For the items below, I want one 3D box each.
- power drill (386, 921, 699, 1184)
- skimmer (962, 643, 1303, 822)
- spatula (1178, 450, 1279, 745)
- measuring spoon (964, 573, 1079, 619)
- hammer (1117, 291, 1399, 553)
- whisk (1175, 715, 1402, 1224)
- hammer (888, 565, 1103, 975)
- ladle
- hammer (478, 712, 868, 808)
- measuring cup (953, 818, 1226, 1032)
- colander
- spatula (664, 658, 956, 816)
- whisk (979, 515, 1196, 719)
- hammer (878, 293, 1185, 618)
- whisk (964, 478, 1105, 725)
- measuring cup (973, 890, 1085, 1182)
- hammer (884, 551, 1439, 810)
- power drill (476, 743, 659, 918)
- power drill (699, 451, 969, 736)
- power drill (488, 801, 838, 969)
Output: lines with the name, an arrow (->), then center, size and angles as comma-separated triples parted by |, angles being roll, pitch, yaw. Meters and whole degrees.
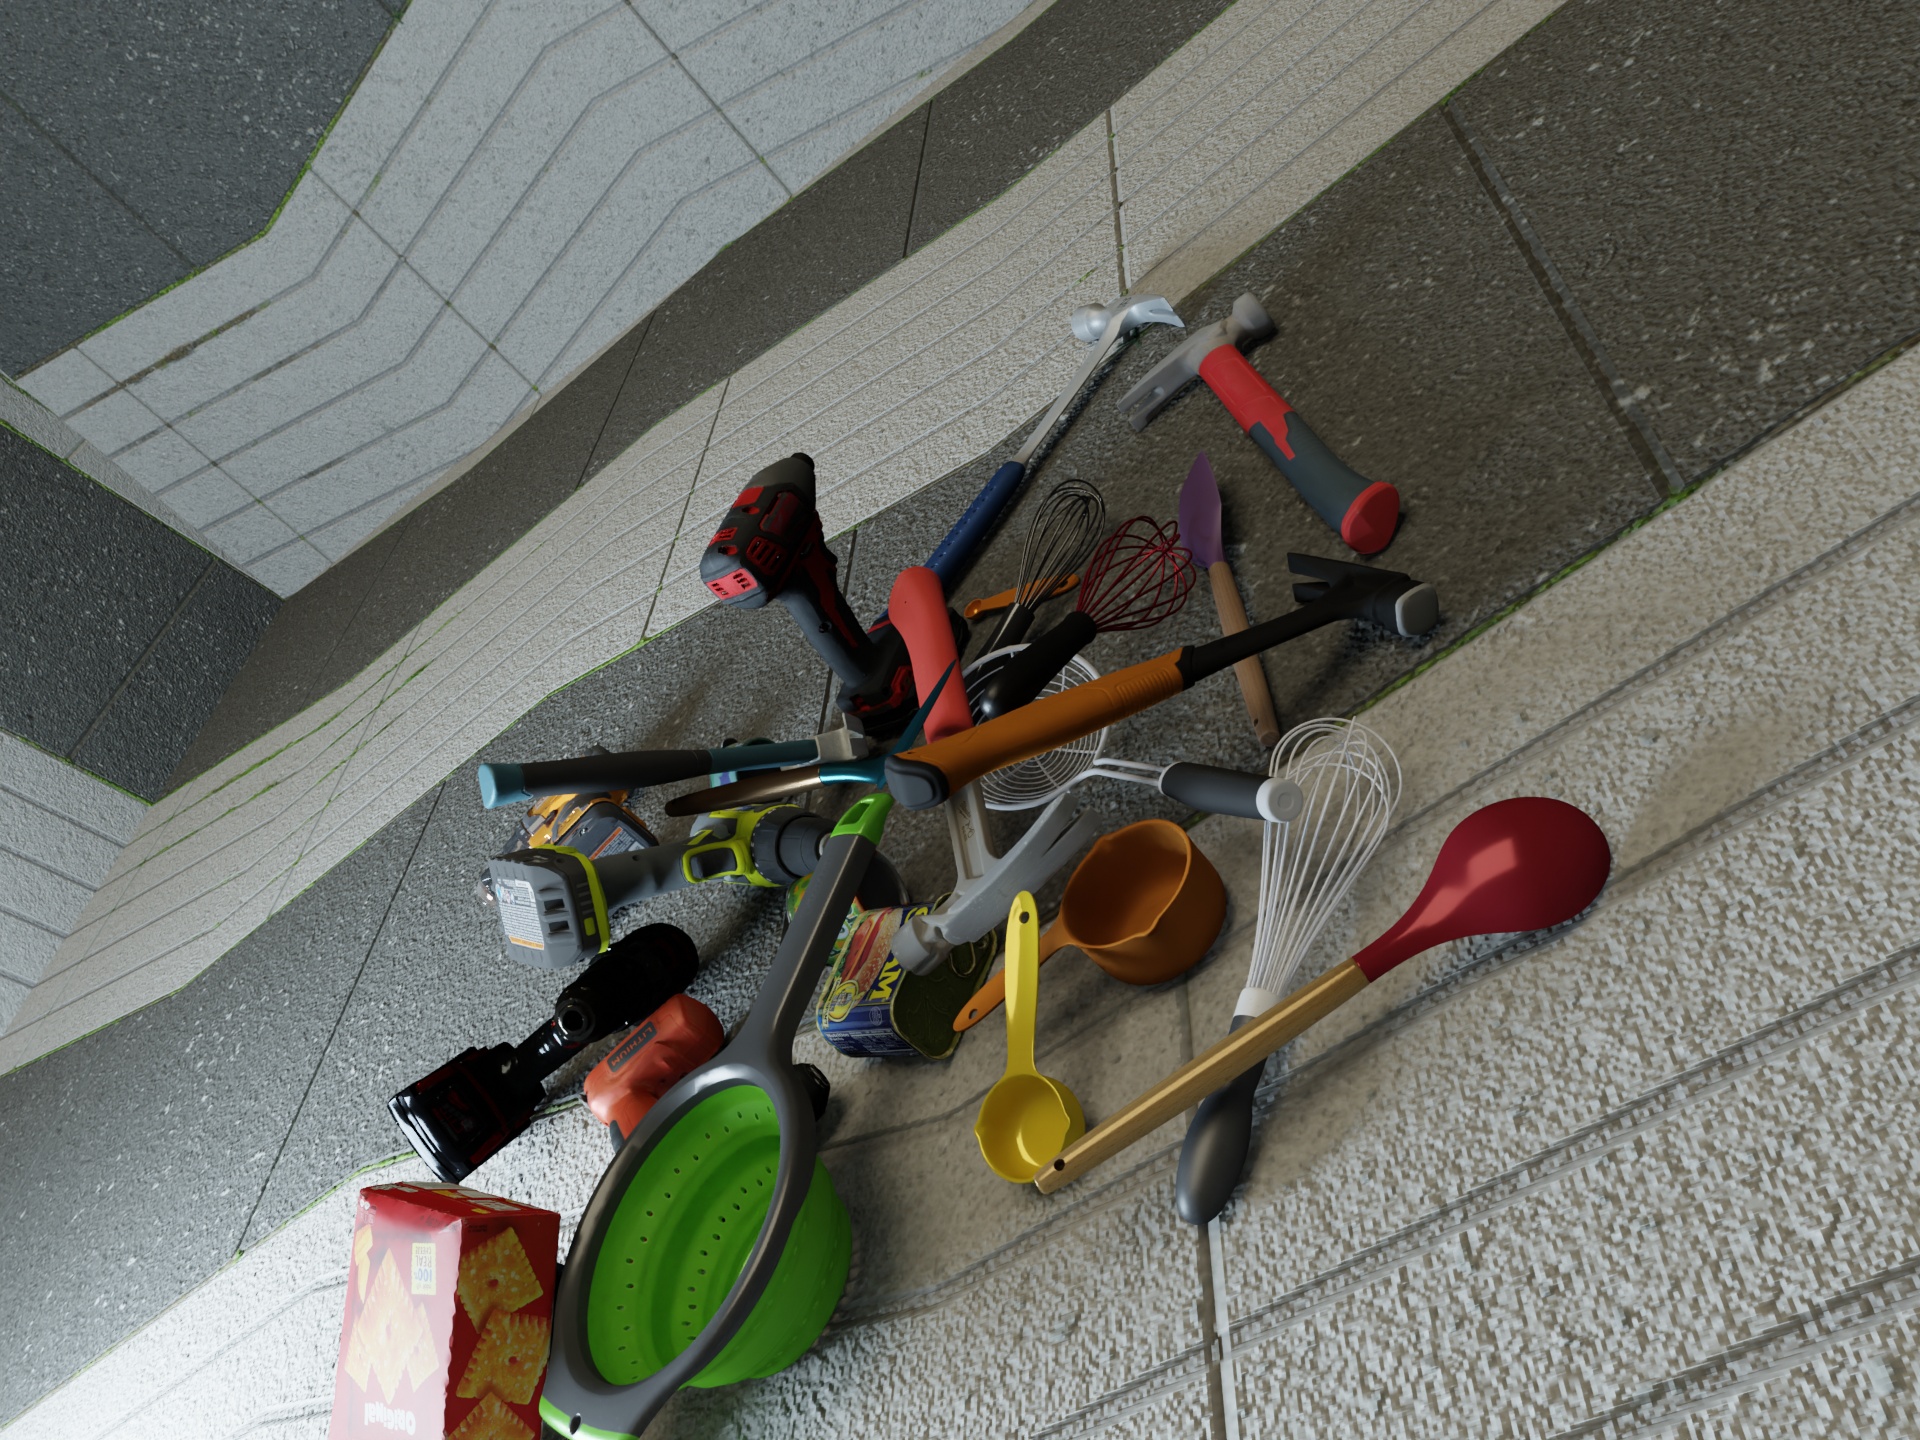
power drill -> -0.303, 0.239, 1.155 | 0.226, 0.080, 0.188 | -38, -2, 10
skimmer -> 0.083, 0.011, 0.953 | 0.127, 0.090, 0.363 | -48, 16, -10
spatula -> 0.179, -0.086, 1.078 | 0.316, 0.018, 0.059 | -94, 22, -52
measuring spoon -> 0.050, -0.098, 1.281 | 0.117, 0.011, 0.021 | -13, 46, 39
hammer -> 0.219, -0.207, 1.173 | 0.143, 0.038, 0.387 | -38, 29, 14
whisk -> 0.160, 0.118, 0.806 | 0.070, 0.070, 0.285 | -7, 50, 48
hammer -> -0.002, -0.003, 1.033 | 0.149, 0.036, 0.359 | -44, 30, 22
ladle -> 0.166, 0.132, 0.750 | 0.315, 0.031, 0.069 | -35, 52, 3
hammer -> -0.203, 0.033, 1.171 | 0.128, 0.331, 0.033 | -20, 80, 44
measuring cup -> 0.075, 0.132, 0.900 | 0.173, 0.052, 0.095 | -41, 29, 10
colander -> -0.099, 0.230, 0.924 | 0.204, 0.094, 0.397 | -12, 48, 51
spatula -> -0.112, 0.031, 1.067 | 0.317, 0.044, 0.082 | -14, 38, 44
whisk -> 0.086, -0.066, 1.034 | 0.073, 0.073, 0.296 | -21, 12, 36
hammer -> 0.058, -0.235, 1.421 | 0.144, 0.035, 0.405 | 6, 56, 55
whisk -> 0.045, -0.085, 1.223 | 0.055, 0.055, 0.239 | 6, 62, 55
measuring cup -> 0.041, 0.170, 0.860 | 0.062, 0.029, 0.157 | -15, 62, 35
hammer -> 0.107, -0.025, 0.923 | 0.337, 0.034, 0.127 | -22, 22, -20
power drill -> -0.365, 0.126, 1.452 | 0.185, 0.084, 0.226 | -47, 24, -3
power drill -> -0.098, -0.102, 1.253 | 0.078, 0.219, 0.143 | -16, 40, 41
power drill -> -0.206, 0.110, 1.153 | 0.228, 0.080, 0.190 | -14, 5, -32
